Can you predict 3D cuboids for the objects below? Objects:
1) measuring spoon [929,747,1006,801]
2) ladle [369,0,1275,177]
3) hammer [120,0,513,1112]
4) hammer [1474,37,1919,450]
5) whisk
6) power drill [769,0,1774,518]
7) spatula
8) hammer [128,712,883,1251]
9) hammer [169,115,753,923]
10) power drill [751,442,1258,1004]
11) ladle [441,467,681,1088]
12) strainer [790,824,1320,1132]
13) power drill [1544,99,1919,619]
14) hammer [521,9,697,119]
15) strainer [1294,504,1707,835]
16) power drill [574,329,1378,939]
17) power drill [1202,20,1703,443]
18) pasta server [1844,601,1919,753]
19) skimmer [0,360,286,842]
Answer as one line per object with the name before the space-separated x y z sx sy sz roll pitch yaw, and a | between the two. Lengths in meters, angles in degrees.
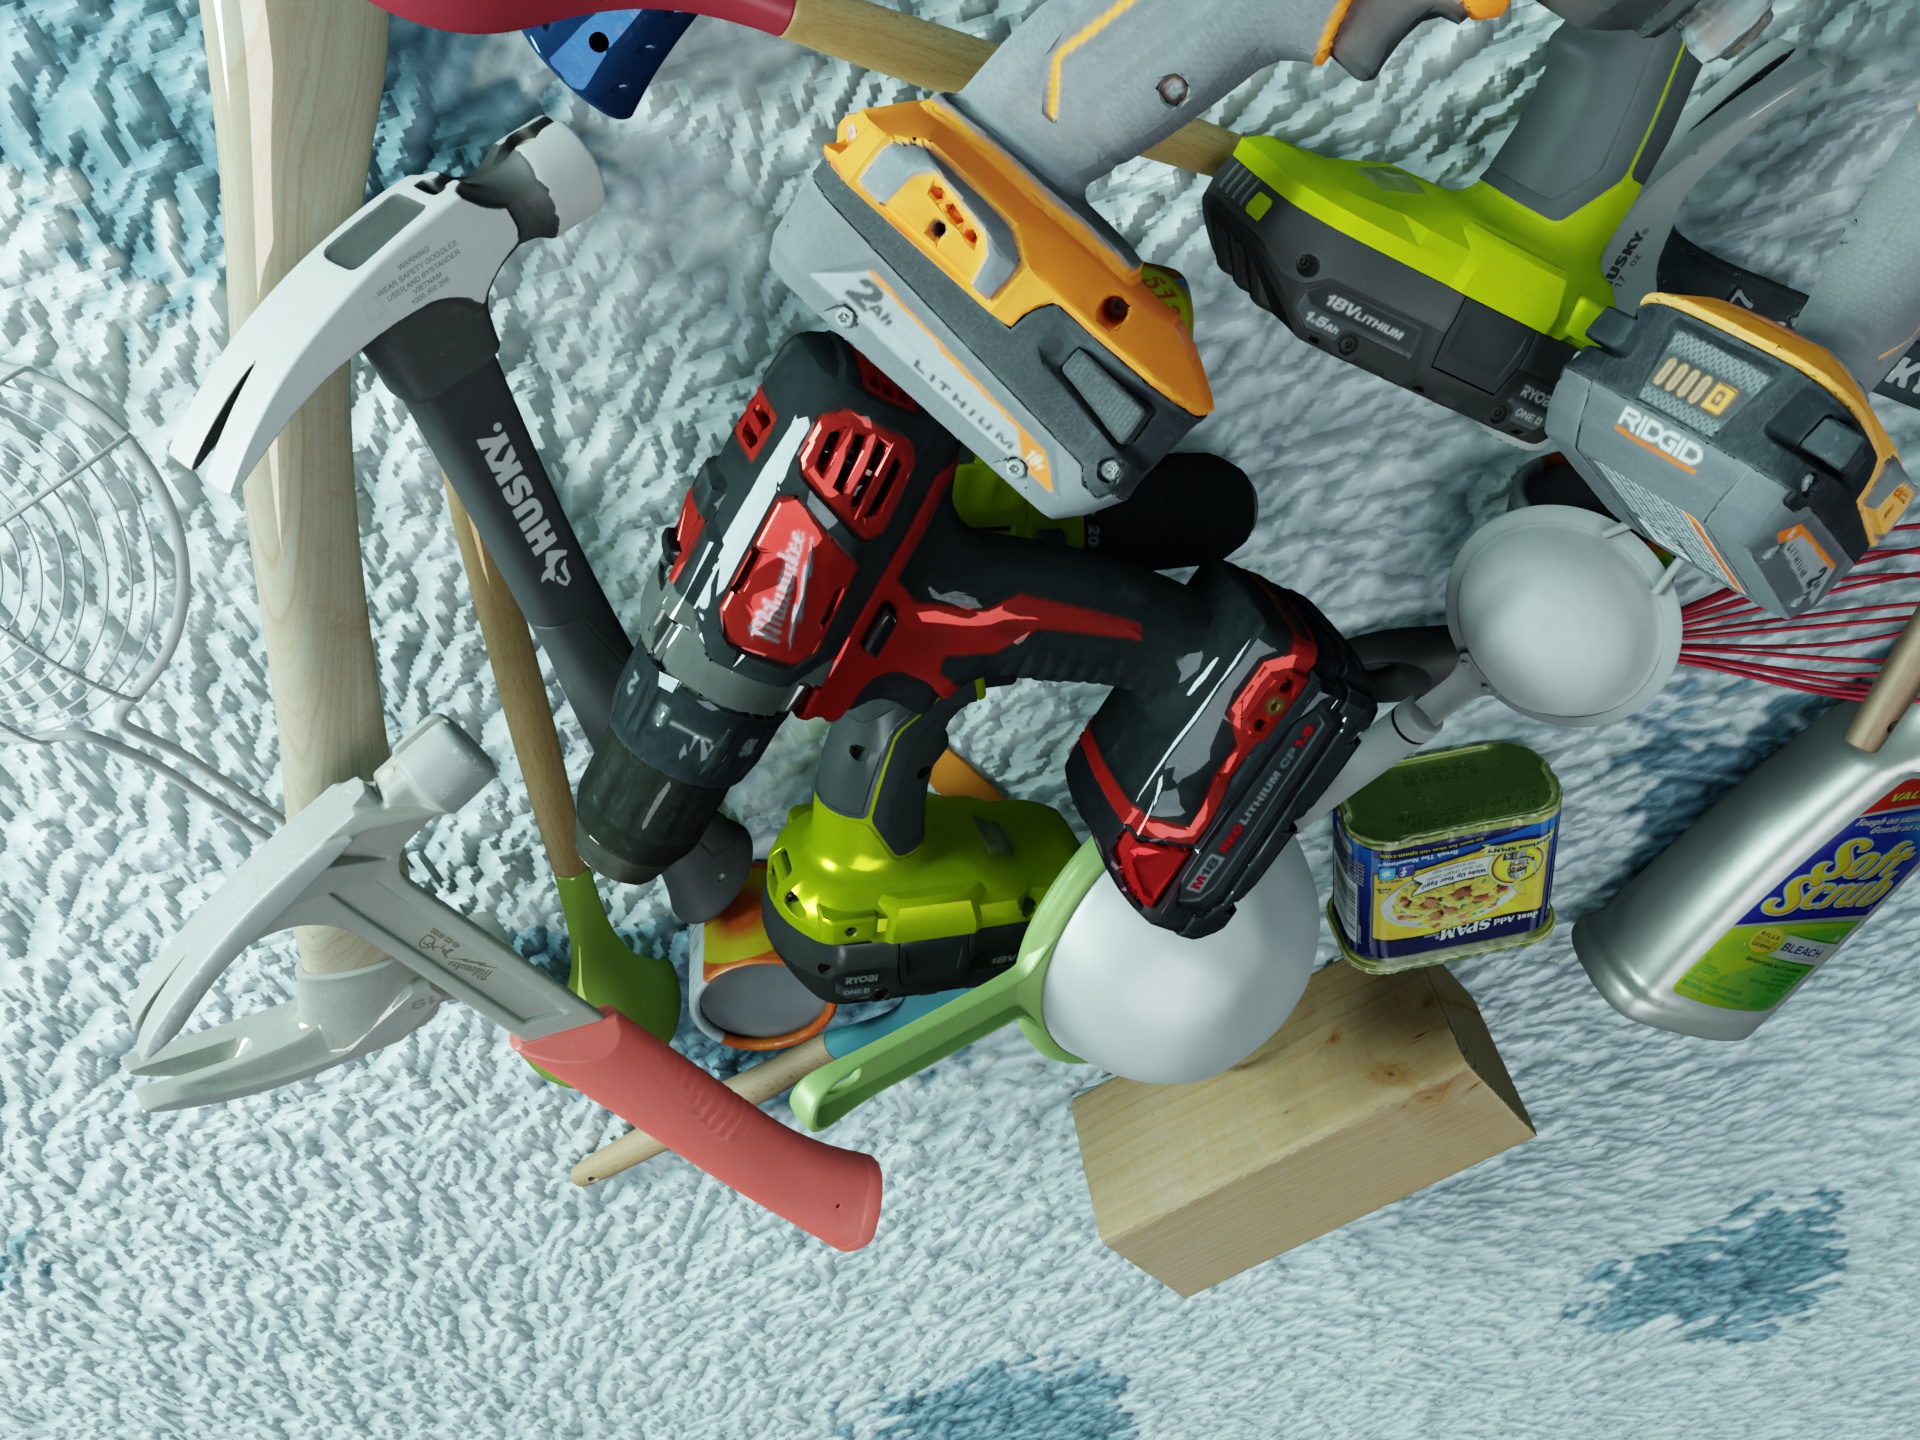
measuring spoon | -0.006 0.025 0.687 0.021 0.011 0.116 -31 129 18
ladle | -0.026 -0.191 0.446 0.315 0.031 0.069 5 138 -30
hammer | -0.224 -0.040 0.529 0.146 0.038 0.410 -18 131 -35
hammer | 0.397 -0.124 0.604 0.408 0.036 0.149 12 127 -19
whisk | 0.297 -0.034 0.656 0.296 0.073 0.073 -6 132 4
power drill | 0.076 -0.161 0.402 0.164 0.084 0.226 41 111 -4
spatula | -0.081 0.164 0.794 0.317 0.044 0.082 -31 130 24
hammer | -0.146 0.149 0.655 0.149 0.037 0.358 -45 132 -5
hammer | -0.141 -0.029 0.570 0.146 0.035 0.334 -44 145 -24
power drill | 0.008 -0.006 0.613 0.190 0.080 0.228 -5 127 -16
ladle | -0.172 0.034 0.655 0.078 0.062 0.319 -26 130 -28
strainer | 0.058 0.113 0.623 0.256 0.069 0.151 -21 133 -32
power drill | 0.265 -0.152 0.439 0.226 0.084 0.185 -55 147 12
hammer | 0.030 -0.308 0.382 0.405 0.035 0.144 -37 127 23
strainer | 0.186 -0.002 0.627 0.050 0.087 0.258 -33 170 -35
power drill | -0.001 -0.002 0.522 0.226 0.080 0.188 21 114 -26
power drill | 0.173 -0.208 0.459 0.171 0.080 0.223 17 118 -24
pasta server | 0.404 -0.122 0.556 0.060 0.040 0.316 3 119 -31
skimmer | -0.273 0.016 0.628 0.127 0.090 0.362 -24 141 8
